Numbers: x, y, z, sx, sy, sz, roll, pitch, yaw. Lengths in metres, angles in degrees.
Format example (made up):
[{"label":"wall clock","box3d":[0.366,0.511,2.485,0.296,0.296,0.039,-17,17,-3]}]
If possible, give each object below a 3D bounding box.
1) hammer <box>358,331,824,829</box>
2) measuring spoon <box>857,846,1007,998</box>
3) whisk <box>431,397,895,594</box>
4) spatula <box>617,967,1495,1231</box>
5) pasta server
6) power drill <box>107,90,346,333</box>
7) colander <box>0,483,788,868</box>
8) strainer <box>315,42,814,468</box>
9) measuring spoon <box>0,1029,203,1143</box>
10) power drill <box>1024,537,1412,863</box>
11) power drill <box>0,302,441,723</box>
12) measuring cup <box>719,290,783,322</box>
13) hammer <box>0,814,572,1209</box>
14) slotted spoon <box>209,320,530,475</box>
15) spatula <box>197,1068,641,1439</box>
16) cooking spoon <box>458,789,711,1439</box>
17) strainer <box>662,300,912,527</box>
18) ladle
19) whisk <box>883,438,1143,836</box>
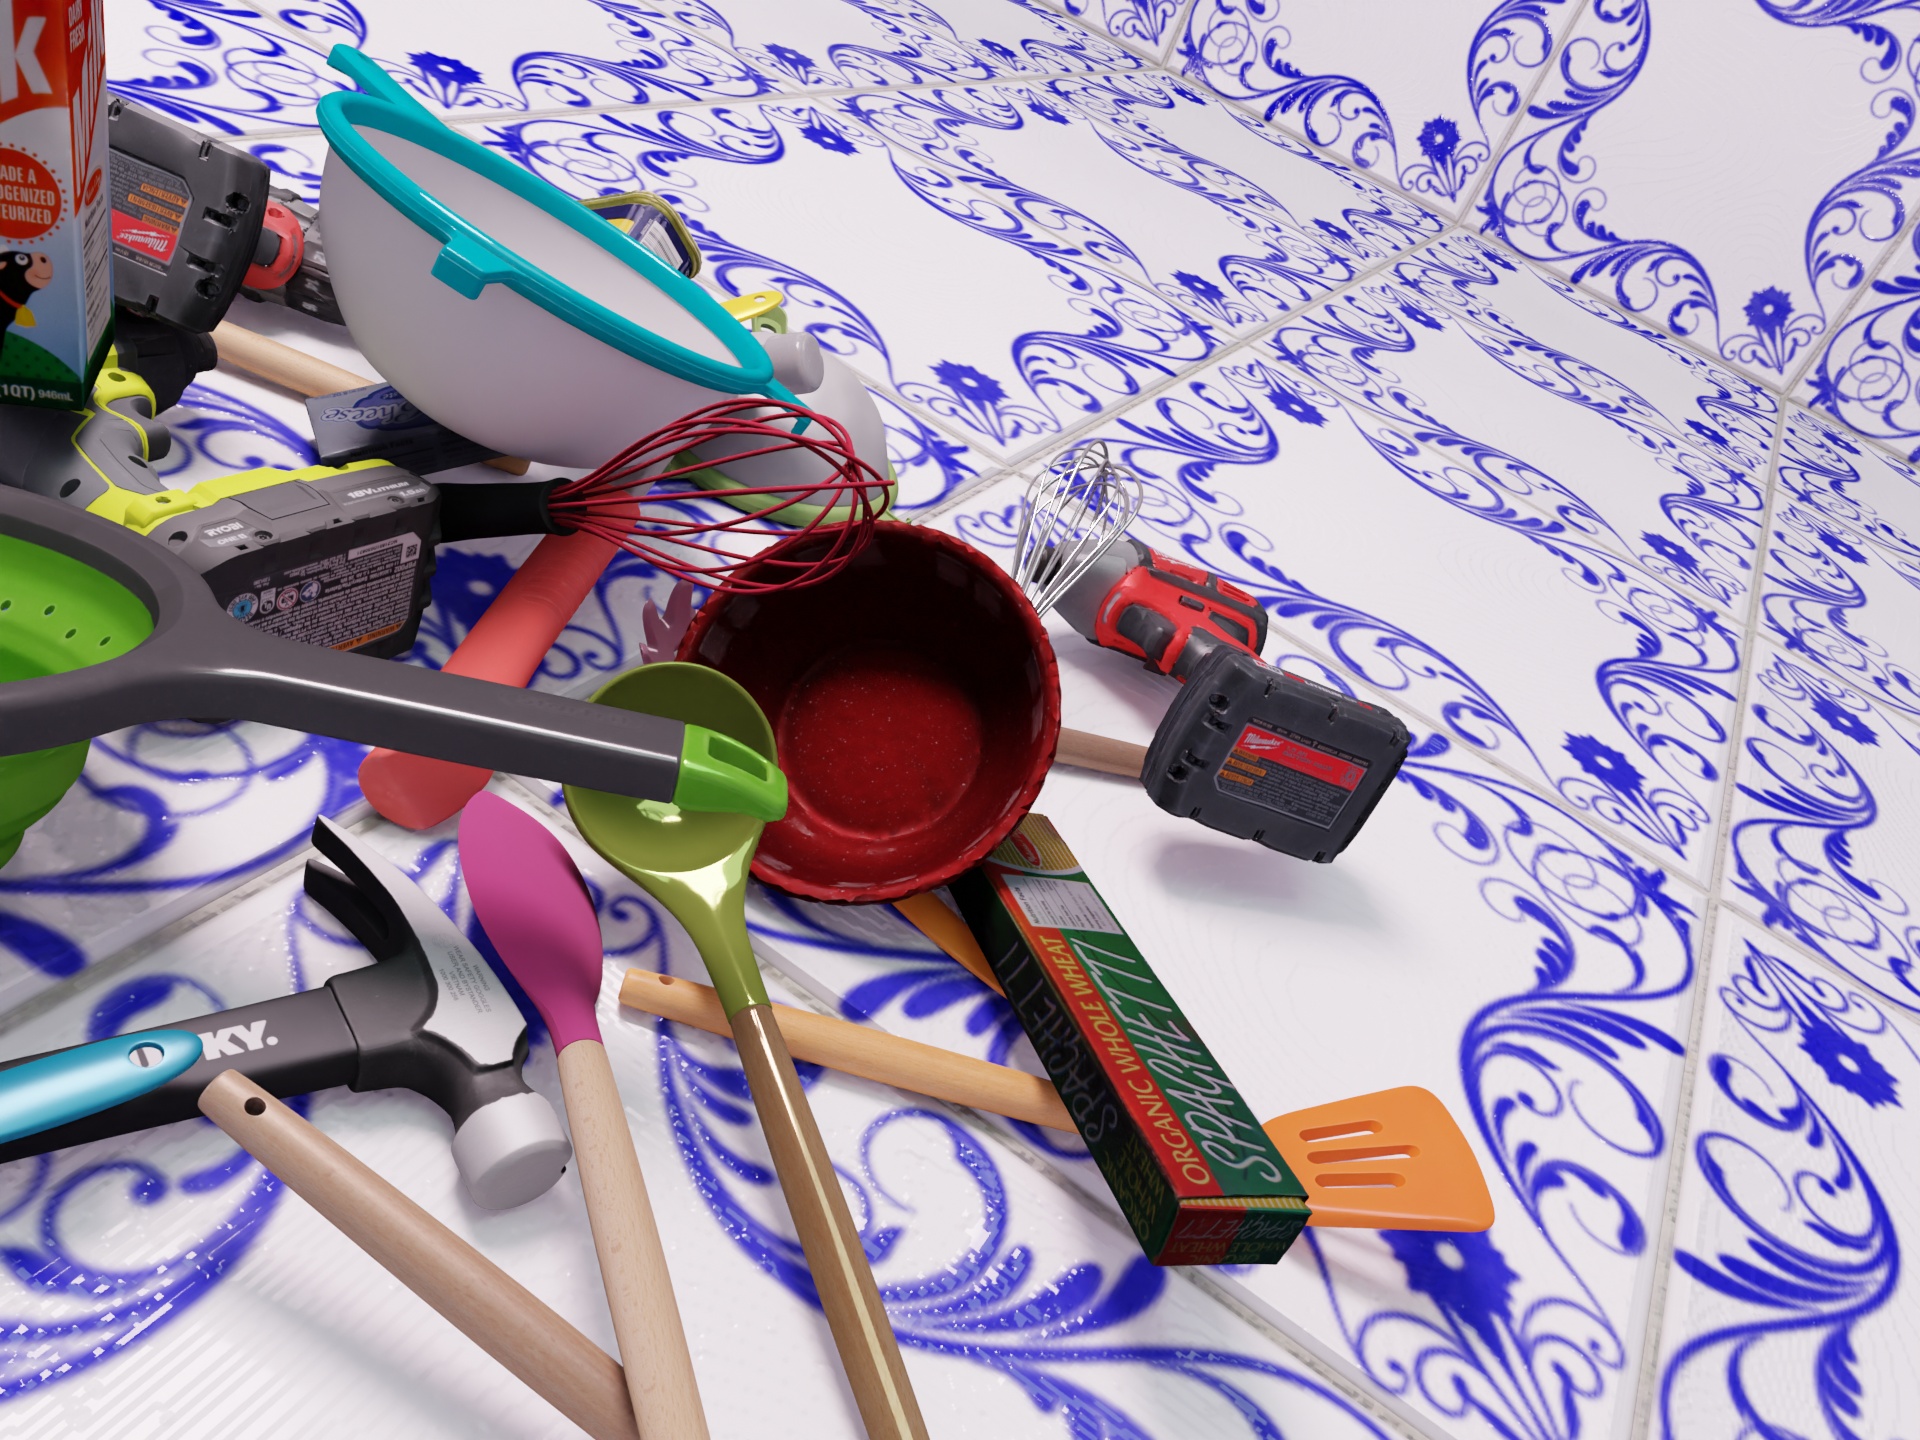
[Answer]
[{"label":"hammer","box3d":[-0.178,-0.081,0.718,0.149,0.036,0.359,-5,36,18]},{"label":"measuring spoon","box3d":[0.001,0.087,0.650,0.117,0.011,0.021,40,35,22]},{"label":"whisk","box3d":[-0.143,-0.085,0.626,0.296,0.073,0.073,3,16,38]},{"label":"spatula","box3d":[0.036,0.133,0.582,0.322,0.041,0.081,18,23,-10]},{"label":"pasta server","box3d":[-0.001,-0.002,0.753,0.316,0.040,0.060,12,63,-22]},{"label":"power drill","box3d":[-0.349,-0.232,0.763,0.187,0.080,0.227,22,8,-12]},{"label":"colander","box3d":[-0.254,0.013,0.478,0.397,0.094,0.205,13,19,-12]},{"label":"strainer","box3d":[-0.231,-0.209,0.724,0.210,0.095,0.341,14,25,-52]},{"label":"measuring spoon","box3d":[-0.254,0.095,0.394,0.128,0.021,0.042,-15,51,-43]},{"label":"power drill","box3d":[0.118,-0.028,0.807,0.143,0.078,0.220,19,21,-24]},{"label":"power drill","box3d":[-0.326,-0.102,0.644,0.223,0.080,0.171,33,34,18]},{"label":"measuring cup","box3d":[-0.175,-0.234,0.919,0.156,0.029,0.062,-23,52,-19]},{"label":"hammer","box3d":[-0.282,0.105,0.414,0.334,0.035,0.146,-8,46,-40]},{"label":"slotted spoon","box3d":[-0.363,-0.186,0.783,0.313,0.031,0.070,22,26,-9]},{"label":"spatula","box3d":[-0.075,0.193,0.413,0.316,0.018,0.060,37,44,5]},{"label":"cooking spoon","box3d":[-0.108,0.118,0.474,0.068,0.017,0.319,44,8,-39]},{"label":"strainer","box3d":[-0.104,-0.211,0.951,0.151,0.069,0.257,13,36,-18]},{"label":"ladle","box3d":[-0.059,0.112,0.510,0.078,0.062,0.320,-15,55,-17]},{"label":"whisk","box3d":[0.025,-0.043,0.749,0.058,0.059,0.246,17,57,19]}]
